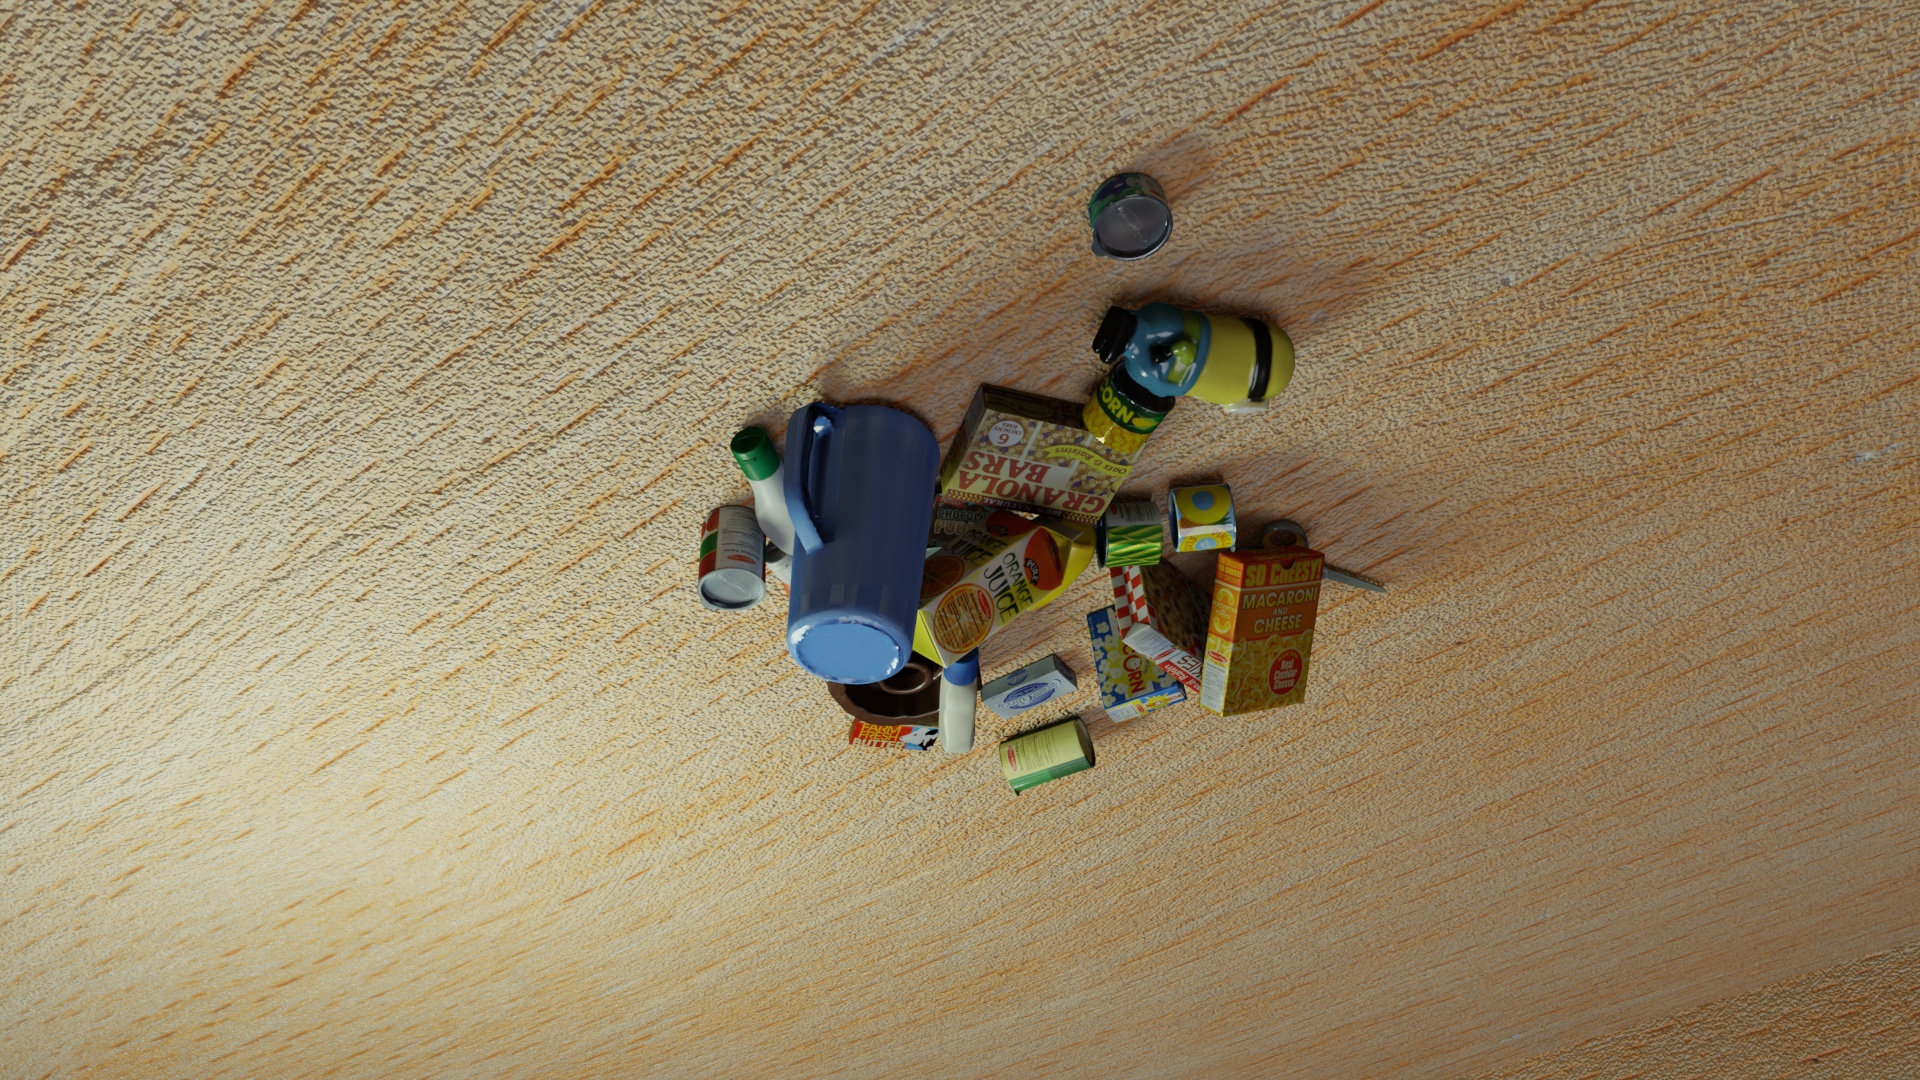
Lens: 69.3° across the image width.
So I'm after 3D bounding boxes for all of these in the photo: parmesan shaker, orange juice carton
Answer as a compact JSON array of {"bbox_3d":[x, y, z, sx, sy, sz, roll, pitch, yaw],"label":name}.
[{"bbox_3d":[0.108,0.265,1.704,0.103,0.072,0.071,-20,137,15],"label":"parmesan shaker"},{"bbox_3d":[0.027,0.033,1.341,0.193,0.072,0.072,-34,121,-22],"label":"orange juice carton"}]

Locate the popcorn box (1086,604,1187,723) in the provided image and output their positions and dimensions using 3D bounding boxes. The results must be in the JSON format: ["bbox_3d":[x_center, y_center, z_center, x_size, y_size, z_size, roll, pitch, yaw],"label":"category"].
[{"bbox_3d":[0.191,0.127,1.518,0.085,0.127,0.038,-21,139,17],"label":"popcorn box"}]

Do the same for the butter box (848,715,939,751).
[{"bbox_3d":[-0.079,0.227,1.673,0.103,0.024,0.052,7,136,-15],"label":"butter box"}]

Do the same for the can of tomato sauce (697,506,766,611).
[{"bbox_3d":[-0.226,0.019,1.374,0.071,0.083,0.070,-4,139,-3],"label":"can of tomato sauce"}]

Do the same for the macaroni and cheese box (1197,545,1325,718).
[{"bbox_3d":[0.314,0.093,1.442,0.124,0.040,0.166,-4,106,-34],"label":"macaroni and cheese box"}]

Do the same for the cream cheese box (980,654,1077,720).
[{"bbox_3d":[0.081,0.173,1.633,0.103,0.024,0.053,-26,136,21],"label":"cream cheese box"}]

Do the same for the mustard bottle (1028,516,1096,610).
[{"bbox_3d":[0.088,0.031,1.447,0.049,0.065,0.159,12,142,-20],"label":"mustard bottle"}]

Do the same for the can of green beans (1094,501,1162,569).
[{"bbox_3d":[0.170,-0.006,1.410,0.058,0.071,0.071,-2,138,-5],"label":"can of green beans"}]

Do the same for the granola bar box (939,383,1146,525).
[{"bbox_3d":[0.078,-0.079,1.336,0.166,0.039,0.123,10,136,-18],"label":"granola bar box"}]

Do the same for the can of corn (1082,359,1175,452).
[{"bbox_3d":[0.152,-0.123,1.274,0.071,0.071,0.058,15,135,-23],"label":"can of corn"}]

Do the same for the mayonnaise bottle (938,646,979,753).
[{"bbox_3d":[-0.001,0.165,1.501,0.041,0.065,0.147,-1,137,-4],"label":"mayonnaise bottle"}]

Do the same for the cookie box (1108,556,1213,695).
[{"bbox_3d":[0.226,0.084,1.475,0.040,0.123,0.167,-32,133,28],"label":"cookie box"}]

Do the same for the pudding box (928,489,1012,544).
[{"bbox_3d":[0.005,-0.017,1.388,0.084,0.030,0.049,15,94,-22],"label":"pudding box"}]

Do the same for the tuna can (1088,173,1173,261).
[{"bbox_3d":[0.137,-0.264,1.139,0.071,0.033,0.070,-4,138,-3],"label":"tuna can"}]

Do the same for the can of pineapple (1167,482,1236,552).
[{"bbox_3d":[0.243,-0.021,1.399,0.058,0.071,0.070,-6,139,1],"label":"can of pineapple"}]

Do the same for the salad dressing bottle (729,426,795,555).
[{"bbox_3d":[-0.176,-0.047,1.337,0.064,0.044,0.147,-10,138,13],"label":"salad dressing bottle"}]

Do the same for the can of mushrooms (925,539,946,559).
[{"bbox_3d":[-0.023,0.016,1.434,0.071,0.034,0.070,-3,138,-3],"label":"can of mushrooms"}]

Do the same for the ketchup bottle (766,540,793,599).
[{"bbox_3d":[-0.153,0.051,1.450,0.064,0.044,0.148,-22,136,15],"label":"ketchup bottle"}]
